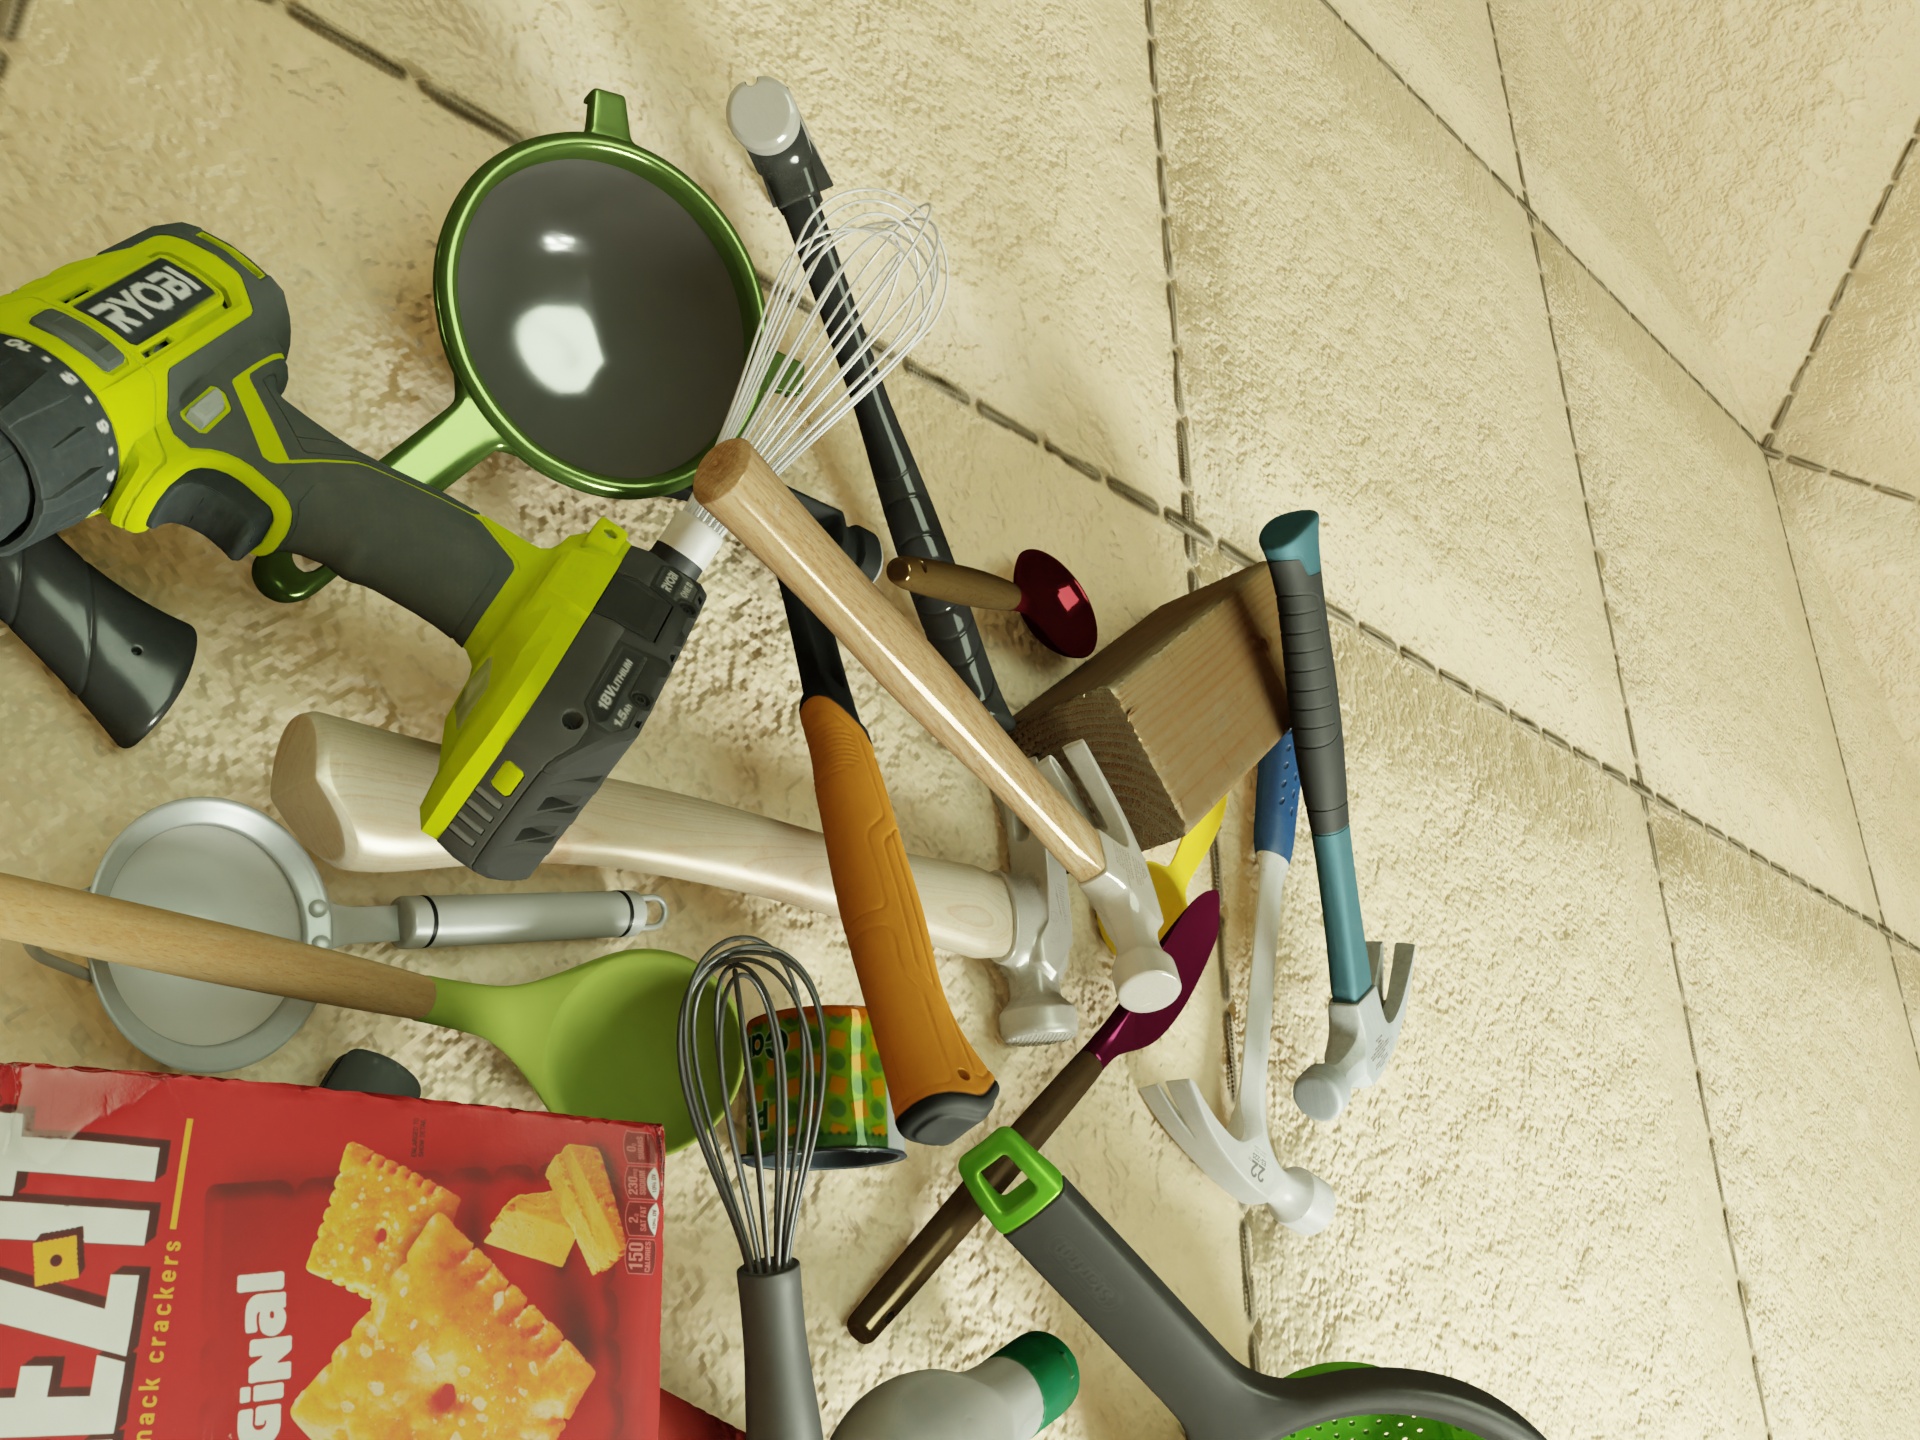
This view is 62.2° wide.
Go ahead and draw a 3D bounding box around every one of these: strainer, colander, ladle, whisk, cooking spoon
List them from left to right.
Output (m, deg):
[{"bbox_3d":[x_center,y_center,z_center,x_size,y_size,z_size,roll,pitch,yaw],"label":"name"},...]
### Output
[{"bbox_3d":[-0.182,0.086,0.500,0.319,0.062,0.078,33,73,-55],"label":"ladle"},{"bbox_3d":[-0.201,0.073,0.558,0.258,0.050,0.087,6,74,-52],"label":"strainer"},{"bbox_3d":[-0.191,-0.131,0.654,0.256,0.069,0.151,-48,116,-28],"label":"strainer"},{"bbox_3d":[-0.093,-0.100,0.657,0.070,0.070,0.284,37,82,-31],"label":"whisk"},{"bbox_3d":[-0.067,0.196,0.570,0.055,0.055,0.239,-4,88,-48],"label":"whisk"},{"bbox_3d":[0.018,-0.062,0.781,0.069,0.031,0.315,63,15,6],"label":"ladle"},{"bbox_3d":[0.049,0.181,0.770,0.319,0.017,0.068,-39,137,-42],"label":"cooking spoon"},{"bbox_3d":[0.139,0.323,0.757,0.397,0.204,0.094,49,10,-9],"label":"colander"}]

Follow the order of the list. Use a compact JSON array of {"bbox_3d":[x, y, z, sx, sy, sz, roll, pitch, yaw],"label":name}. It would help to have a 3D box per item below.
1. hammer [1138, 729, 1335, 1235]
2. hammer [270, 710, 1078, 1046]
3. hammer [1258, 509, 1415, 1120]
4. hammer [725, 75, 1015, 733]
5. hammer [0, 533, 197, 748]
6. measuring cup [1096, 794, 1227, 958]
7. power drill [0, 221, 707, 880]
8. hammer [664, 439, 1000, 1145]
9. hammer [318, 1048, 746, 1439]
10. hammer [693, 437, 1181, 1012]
[{"bbox_3d":[0.188,0.092,0.976,0.144,0.035,0.406,38,49,-31],"label":"hammer"},{"bbox_3d":[-0.086,0.048,0.669,0.410,0.038,0.146,19,58,-48],"label":"hammer"},{"bbox_3d":[0.207,0.048,0.900,0.128,0.033,0.331,-23,107,-52],"label":"hammer"},{"bbox_3d":[-0.039,-0.144,0.803,0.146,0.035,0.334,-91,162,-80],"label":"hammer"},{"bbox_3d":[-0.384,-0.151,0.462,0.408,0.036,0.149,52,44,-18],"label":"hammer"},{"bbox_3d":[0.119,0.082,0.914,0.062,0.029,0.156,55,39,-14],"label":"measuring cup"},{"bbox_3d":[-0.207,-0.051,0.497,0.228,0.080,0.191,34,29,-15],"label":"power drill"},{"bbox_3d":[-0.053,0.018,0.660,0.127,0.034,0.337,22,36,-40],"label":"hammer"},{"bbox_3d":[-0.110,0.271,0.569,0.358,0.037,0.149,42,46,-26],"label":"hammer"},{"bbox_3d":[-0.001,-0.002,0.697,0.331,0.031,0.130,47,22,-37],"label":"hammer"}]
